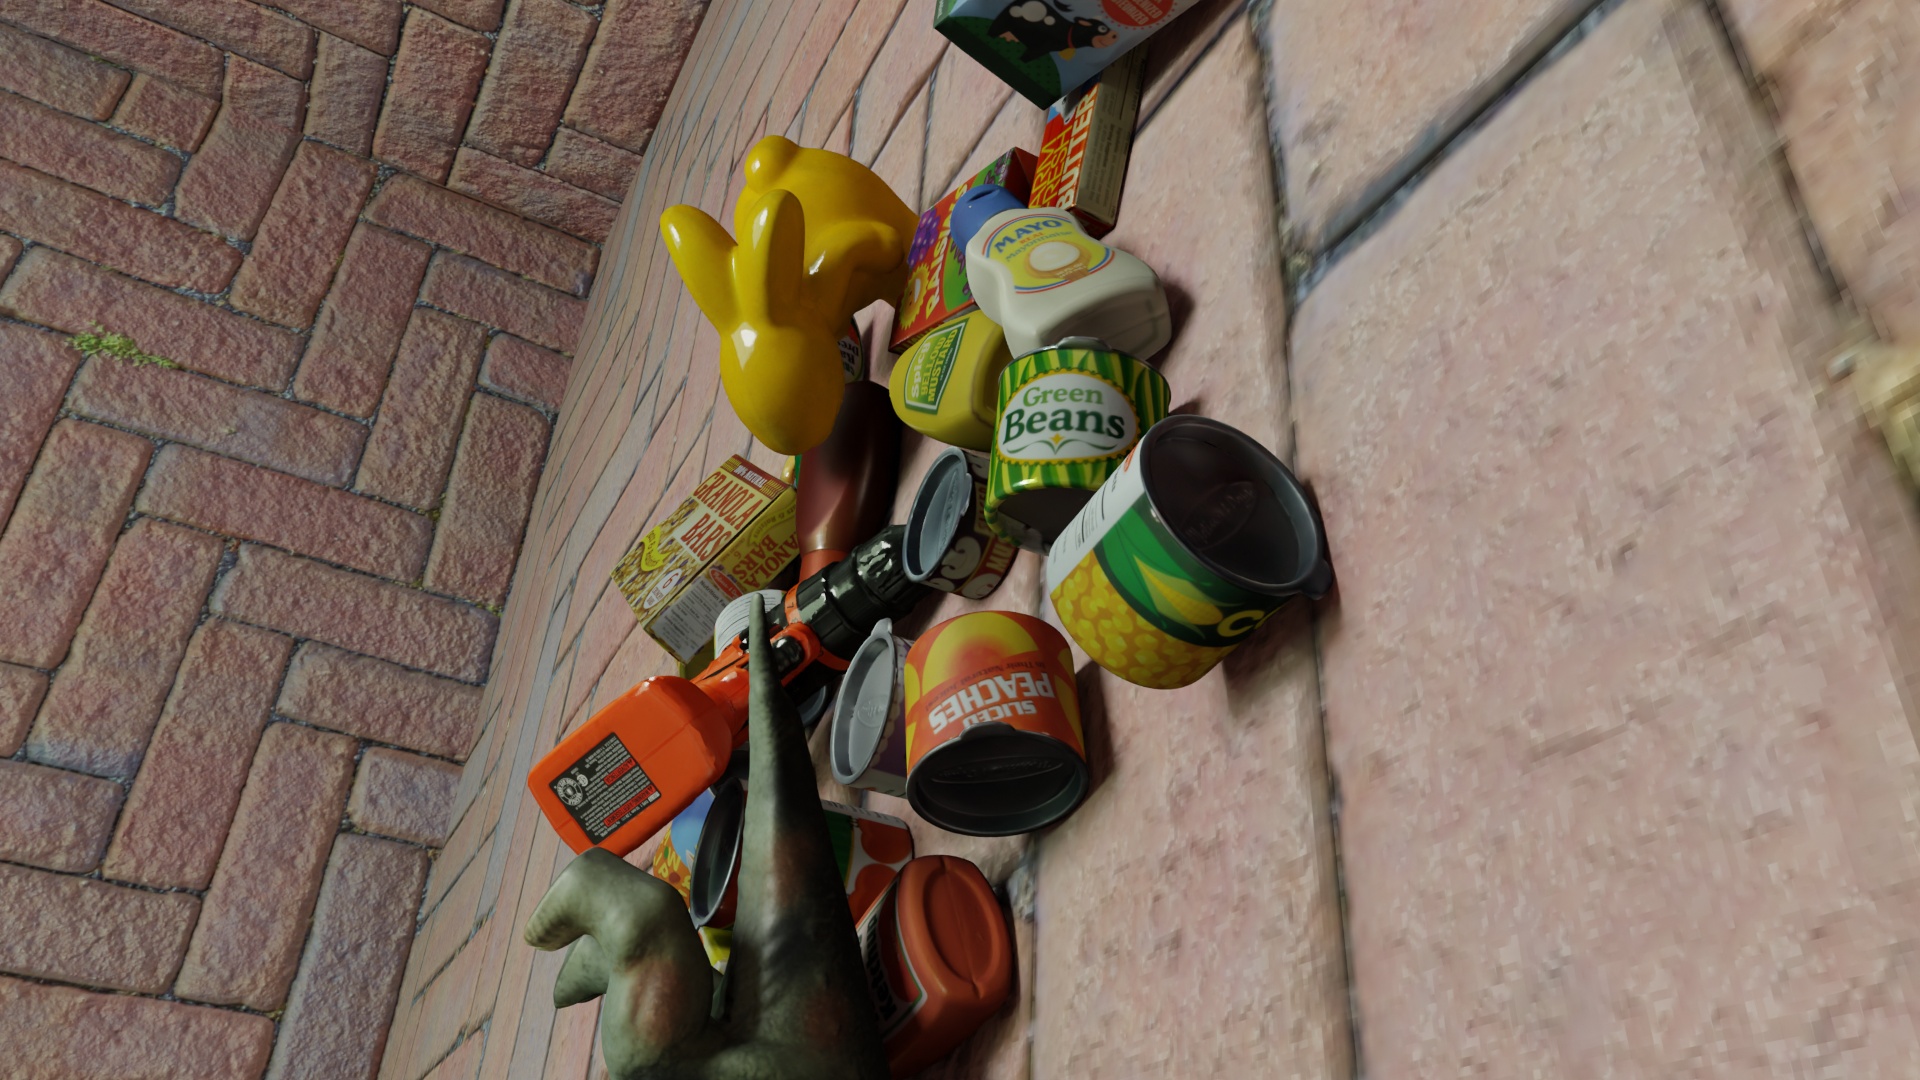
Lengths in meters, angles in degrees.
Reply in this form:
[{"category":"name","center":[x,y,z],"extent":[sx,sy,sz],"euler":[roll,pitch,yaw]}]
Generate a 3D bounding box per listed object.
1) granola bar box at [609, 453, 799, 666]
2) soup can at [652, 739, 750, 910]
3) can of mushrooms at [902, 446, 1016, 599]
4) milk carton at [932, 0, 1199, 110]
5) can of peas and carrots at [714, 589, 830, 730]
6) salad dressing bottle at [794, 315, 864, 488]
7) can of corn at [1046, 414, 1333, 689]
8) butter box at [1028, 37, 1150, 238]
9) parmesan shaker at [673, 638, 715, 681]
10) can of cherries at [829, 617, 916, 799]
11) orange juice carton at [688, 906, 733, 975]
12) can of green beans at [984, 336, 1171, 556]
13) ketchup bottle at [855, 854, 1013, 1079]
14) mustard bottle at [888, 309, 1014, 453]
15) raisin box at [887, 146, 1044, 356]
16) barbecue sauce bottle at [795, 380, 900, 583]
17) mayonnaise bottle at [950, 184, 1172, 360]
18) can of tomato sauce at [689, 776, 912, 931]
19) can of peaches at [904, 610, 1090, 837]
[{"category":"granola bar box","center":[-0.163,0.006,0.909],"extent":[0.124,0.039,0.165],"euler":[-45,22,-8]},{"category":"soup can","center":[-0.126,0.164,0.775],"extent":[0.083,0.071,0.072],"euler":[-61,24,28]},{"category":"can of mushrooms","center":[0.002,-0.008,0.646],"extent":[0.070,0.033,0.071],"euler":[-50,29,43]},{"category":"milk carton","center":[0.078,-0.274,0.594],"extent":[0.190,0.073,0.072],"euler":[-24,50,44]},{"category":"can of peas and carrots","center":[-0.110,0.073,0.812],"extent":[0.070,0.071,0.059],"euler":[-61,24,26]},{"category":"salad dressing bottle","center":[-0.092,-0.096,0.914],"extent":[0.043,0.064,0.148],"euler":[-37,47,40]},{"category":"can of corn","center":[0.070,0.006,0.431],"extent":[0.058,0.071,0.071],"euler":[-52,29,43]},{"category":"butter box","center":[0.060,-0.190,0.666],"extent":[0.053,0.024,0.104],"euler":[-19,56,63]},{"category":"parmesan shaker","center":[-0.160,0.066,0.934],"extent":[0.071,0.071,0.103],"euler":[-69,21,7]},{"category":"can of cherries","center":[-0.015,0.075,0.588],"extent":[0.071,0.058,0.072],"euler":[-51,29,43]},{"category":"orange juice carton","center":[-0.114,0.276,0.643],"extent":[0.072,0.073,0.192],"euler":[16,89,68]},{"category":"can of green beans","center":[0.044,-0.031,0.518],"extent":[0.071,0.071,0.058],"euler":[-36,41,56]},{"category":"ketchup bottle","center":[-0.033,0.189,0.557],"extent":[0.148,0.043,0.065],"euler":[-55,38,38]},{"category":"mustard bottle","center":[-0.003,-0.077,0.692],"extent":[0.160,0.049,0.065],"euler":[8,78,68]},{"category":"raisin box","center":[0.007,-0.145,0.737],"extent":[0.123,0.040,0.086],"euler":[-10,65,67]},{"category":"barbecue sauce bottle","center":[-0.070,-0.019,0.813],"extent":[0.064,0.043,0.149],"euler":[-22,52,39]},{"category":"mayonnaise bottle","center":[0.034,-0.115,0.599],"extent":[0.148,0.065,0.041],"euler":[-122,10,-54]},{"category":"can of tomato sauce","center":[-0.073,0.151,0.631],"extent":[0.070,0.083,0.071],"euler":[-50,30,44]},{"category":"can of peaches","center":[0.012,0.066,0.514],"extent":[0.071,0.071,0.058],"euler":[-54,27,38]}]
